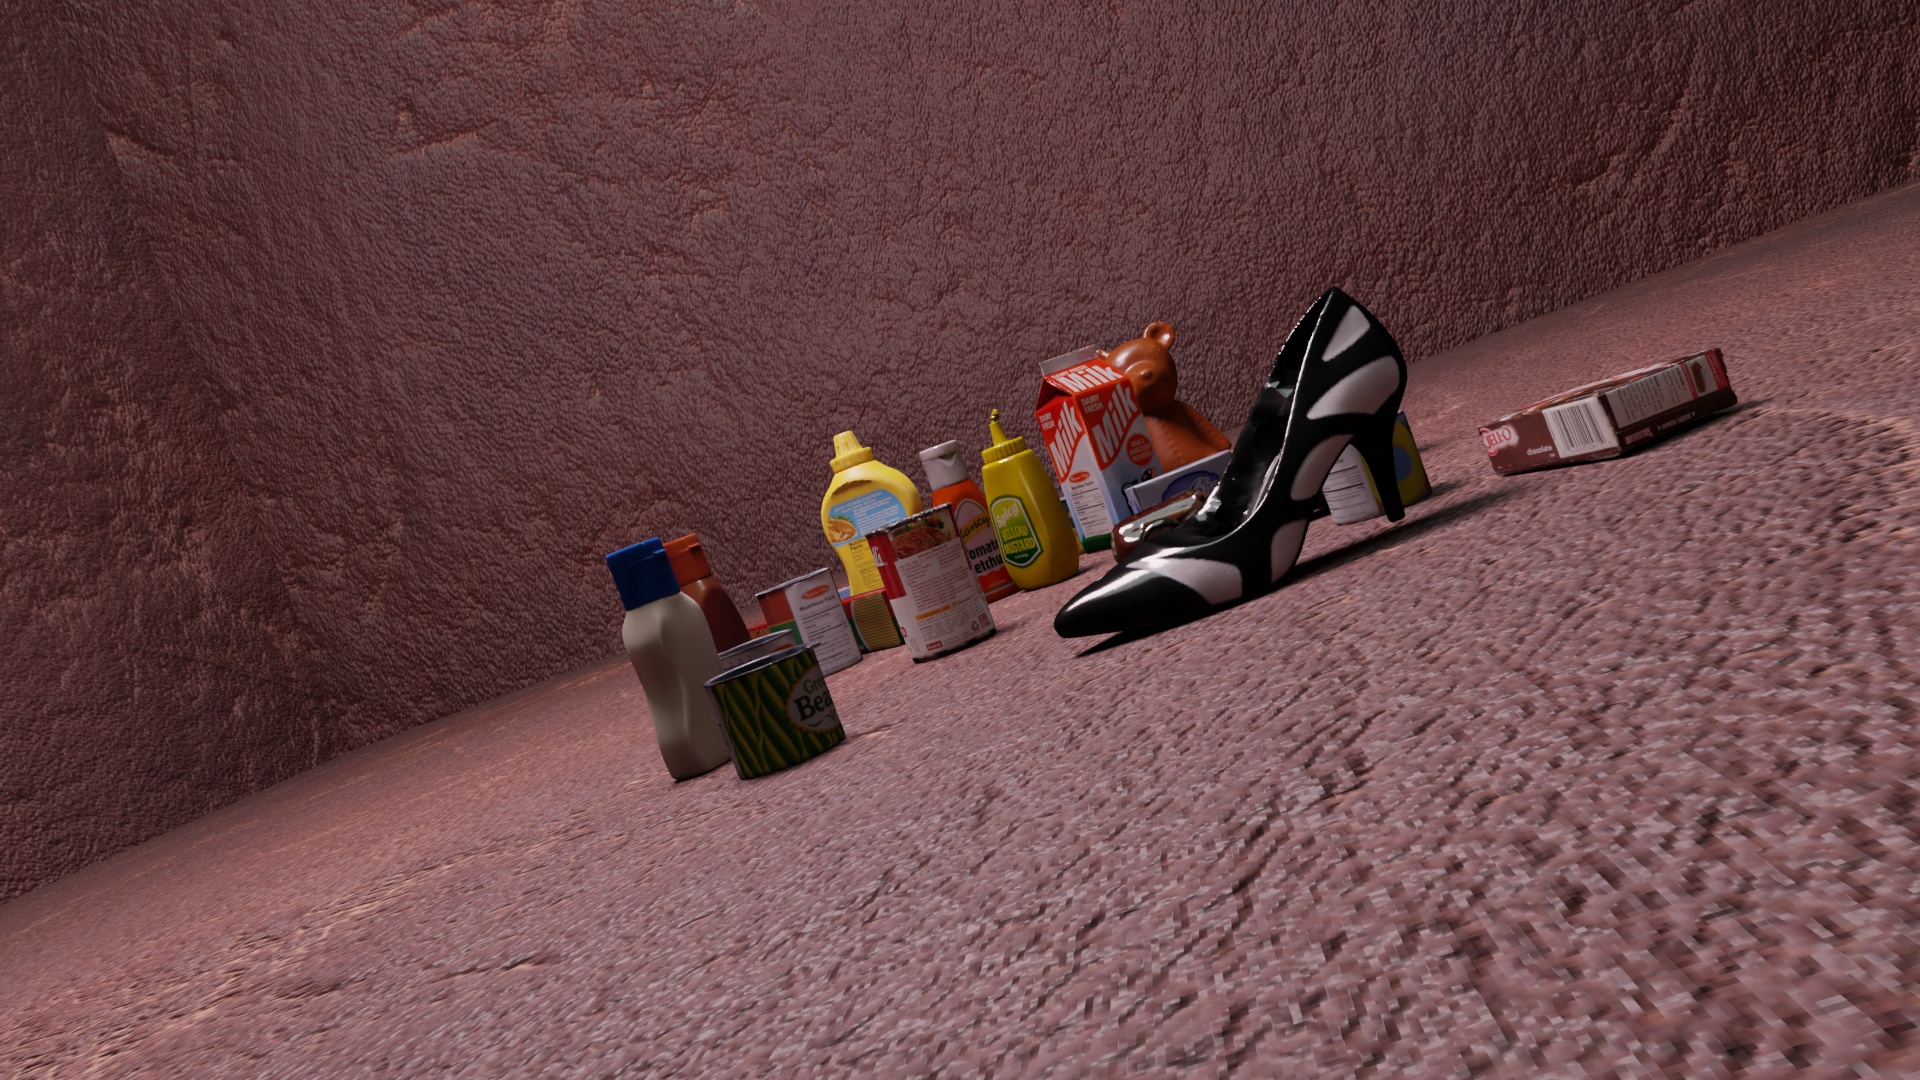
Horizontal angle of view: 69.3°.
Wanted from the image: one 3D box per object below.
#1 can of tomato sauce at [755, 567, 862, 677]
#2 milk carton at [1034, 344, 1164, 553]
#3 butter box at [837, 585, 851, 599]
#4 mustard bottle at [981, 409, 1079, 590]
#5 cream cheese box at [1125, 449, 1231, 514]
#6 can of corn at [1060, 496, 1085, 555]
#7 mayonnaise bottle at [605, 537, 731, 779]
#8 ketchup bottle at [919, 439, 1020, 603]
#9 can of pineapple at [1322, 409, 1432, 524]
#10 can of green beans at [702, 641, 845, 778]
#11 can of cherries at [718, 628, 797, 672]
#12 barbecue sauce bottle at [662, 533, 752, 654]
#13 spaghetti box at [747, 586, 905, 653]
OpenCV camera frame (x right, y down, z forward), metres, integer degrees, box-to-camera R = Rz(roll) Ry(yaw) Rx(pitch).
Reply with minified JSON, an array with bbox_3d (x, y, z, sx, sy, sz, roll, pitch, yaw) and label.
[{"bbox_3d":[-0.127,0.073,1.169,0.071,0.083,0.071,-20,2,1],"label":"can of tomato sauce"},{"bbox_3d":[0.135,-0.091,1.341,0.072,0.190,0.073,-22,3,-30],"label":"milk carton"},{"bbox_3d":[-0.080,0.062,1.360,0.103,0.053,0.024,-21,2,-7],"label":"butter box"},{"bbox_3d":[0.052,-0.038,1.215,0.065,0.160,0.049,-18,3,44],"label":"mustard bottle"},{"bbox_3d":[0.206,-0.040,1.262,0.104,0.053,0.024,-21,2,-15],"label":"cream cheese box"},{"bbox_3d":[0.097,-0.009,1.404,0.071,0.058,0.071,-20,2,1],"label":"can of corn"},{"bbox_3d":[-0.182,0.073,0.881,0.041,0.148,0.065,-20,2,25],"label":"mayonnaise bottle"},{"bbox_3d":[0.004,-0.016,1.255,0.065,0.148,0.043,-21,2,-19],"label":"ketchup bottle"},{"bbox_3d":[0.269,-0.048,0.910,0.071,0.058,0.071,-20,2,1],"label":"can of pineapple"},{"bbox_3d":[-0.106,0.097,0.794,0.071,0.058,0.071,-20,2,1],"label":"can of green beans"},{"bbox_3d":[-0.141,0.101,0.974,0.071,0.058,0.071,-20,2,1],"label":"can of cherries"},{"bbox_3d":[-0.208,0.069,1.145,0.043,0.148,0.065,-19,3,36],"label":"barbecue sauce bottle"},{"bbox_3d":[-0.122,0.084,1.263,0.029,0.050,0.249,-22,3,-39],"label":"spaghetti box"}]
